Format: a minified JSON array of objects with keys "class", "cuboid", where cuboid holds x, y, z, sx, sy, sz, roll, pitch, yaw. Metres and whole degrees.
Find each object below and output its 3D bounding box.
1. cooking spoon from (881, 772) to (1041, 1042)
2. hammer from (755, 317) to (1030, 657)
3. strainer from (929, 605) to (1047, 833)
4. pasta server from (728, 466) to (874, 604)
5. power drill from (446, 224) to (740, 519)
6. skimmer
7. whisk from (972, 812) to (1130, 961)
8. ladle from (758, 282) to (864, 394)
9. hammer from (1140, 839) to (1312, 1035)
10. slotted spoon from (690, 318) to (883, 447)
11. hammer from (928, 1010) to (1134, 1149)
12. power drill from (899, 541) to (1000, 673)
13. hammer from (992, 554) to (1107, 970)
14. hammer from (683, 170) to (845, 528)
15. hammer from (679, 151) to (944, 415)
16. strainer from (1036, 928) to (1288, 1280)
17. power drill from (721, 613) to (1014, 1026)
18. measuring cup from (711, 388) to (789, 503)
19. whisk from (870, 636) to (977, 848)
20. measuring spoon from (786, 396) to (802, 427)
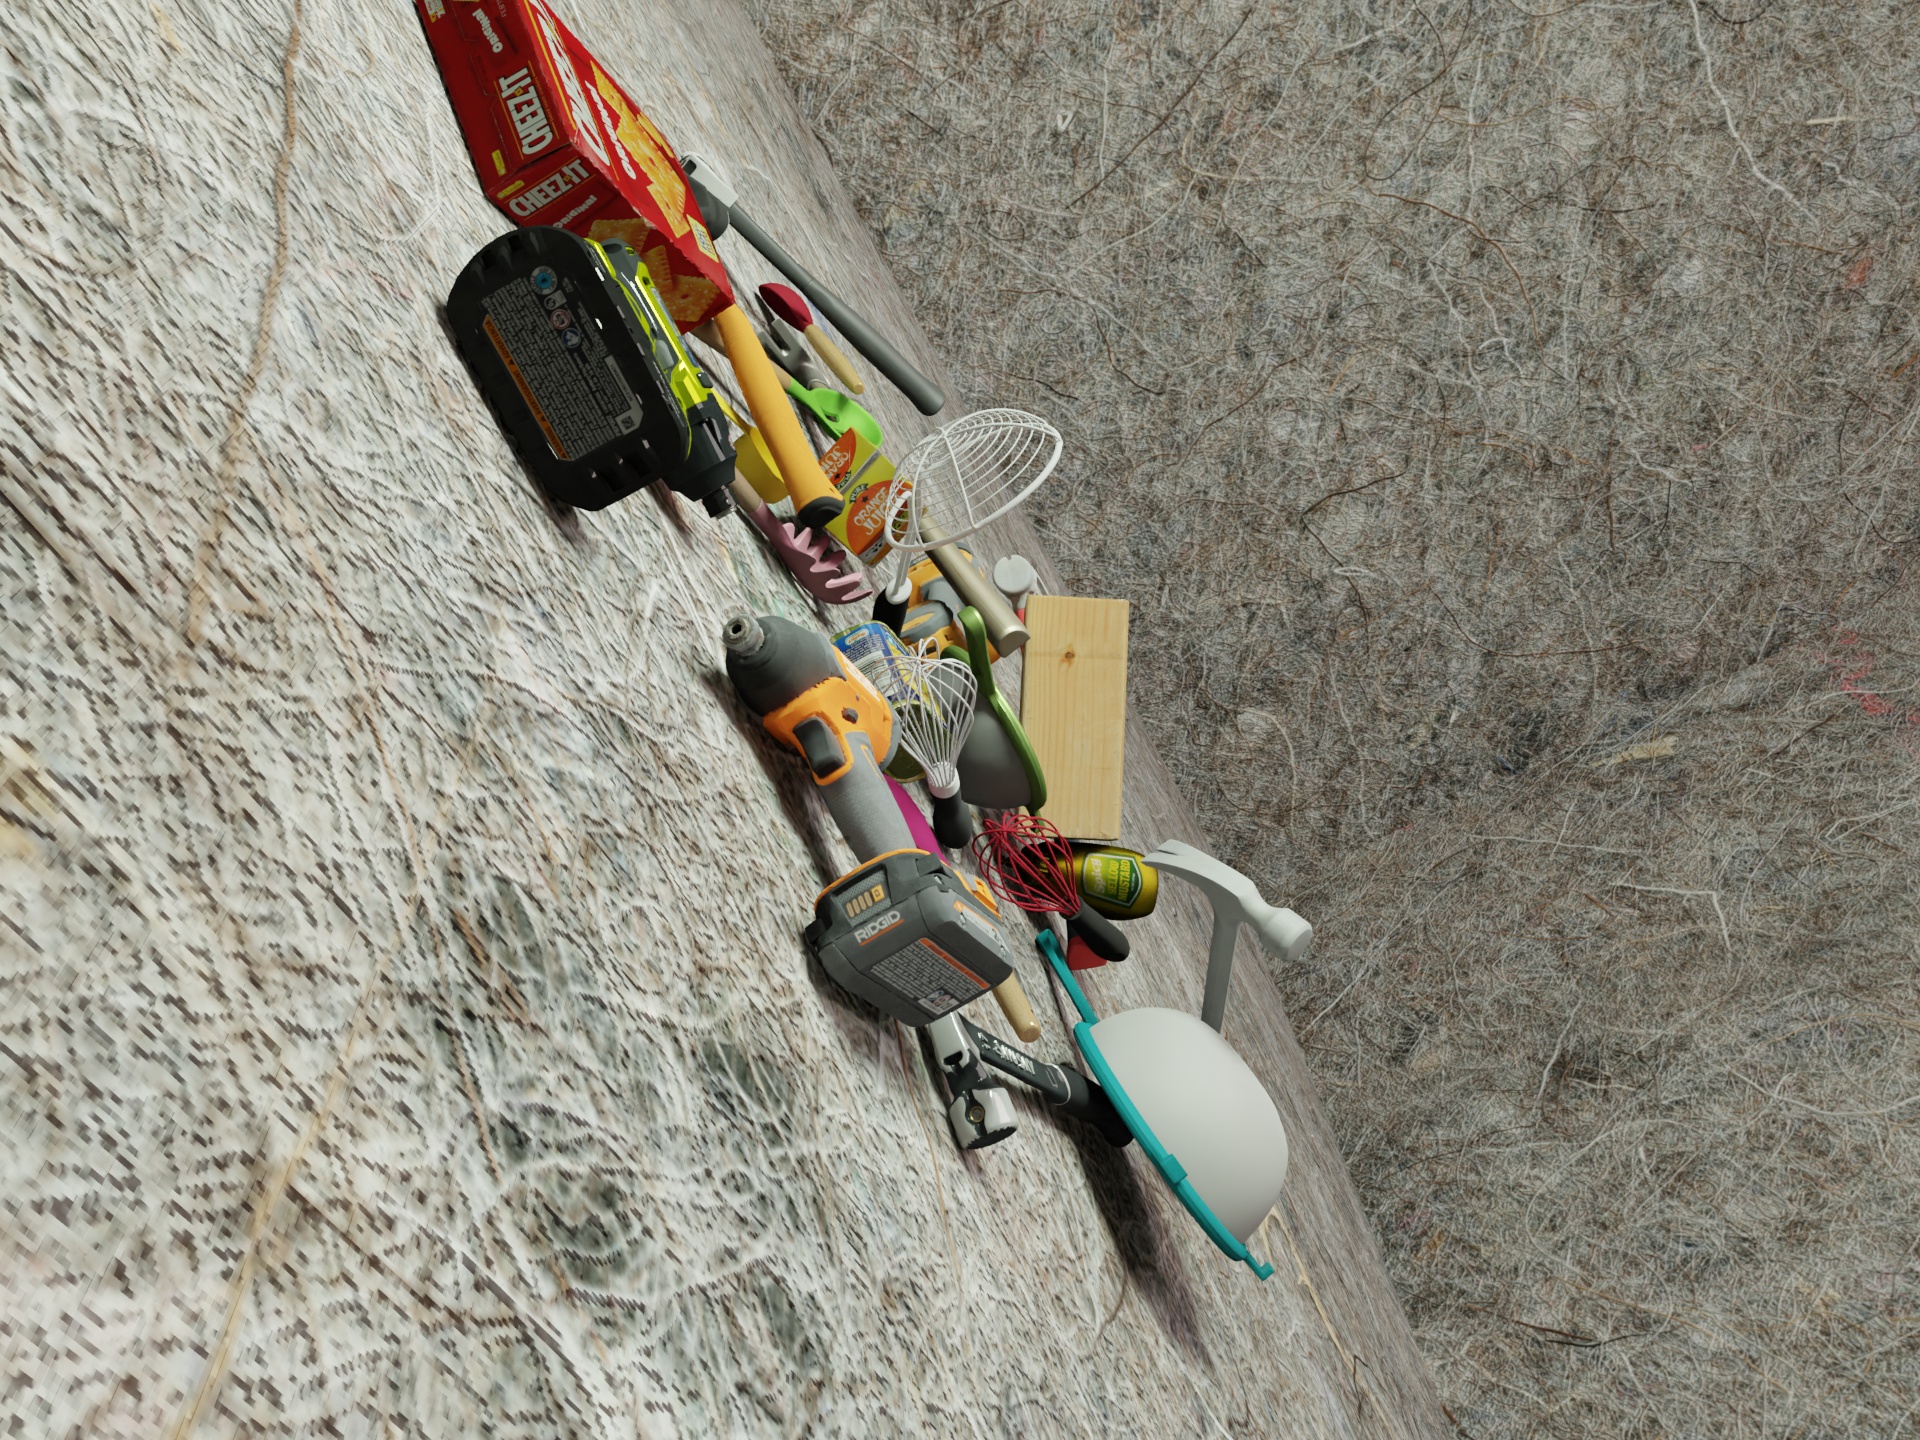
[{"class":"cooking spoon","cuboid":[-0.004,0.112,1.021,0.068,0.017,0.319,56,0,-29]},{"class":"hammer","cuboid":[-0.060,-0.207,1.426,0.411,0.038,0.146,54,5,34]},{"class":"strainer","cuboid":[-0.002,-0.004,1.227,0.152,0.069,0.256,54,-11,25]},{"class":"pasta server","cuboid":[-0.152,-0.171,1.103,0.060,0.040,0.315,55,4,40]},{"class":"power drill","cuboid":[-0.184,-0.184,0.872,0.171,0.080,0.223,62,7,-8]},{"class":"skimmer","cuboid":[-0.015,-0.102,1.125,0.090,0.127,0.363,39,-23,7]},{"class":"whisk","cuboid":[0.086,0.149,1.327,0.295,0.073,0.073,47,18,-54]},{"class":"ladle","cuboid":[-0.136,-0.360,1.502,0.069,0.031,0.316,43,8,-33]},{"class":"hammer","cuboid":[0.201,0.262,1.316,0.144,0.035,0.405,37,-35,34]},{"class":"slotted spoon","cuboid":[-0.157,-0.282,1.273,0.313,0.031,0.070,23,35,-59]},{"class":"hammer","cuboid":[0.056,0.245,1.104,0.149,0.036,0.408,67,10,28]},{"class":"power drill","cuboid":[0.003,-0.052,1.484,0.185,0.084,0.226,62,14,-22]},{"class":"hammer","cuboid":[0.090,0.043,1.514,0.143,0.038,0.386,37,43,-74]},{"class":"hammer","cuboid":[-0.165,-0.283,1.167,0.127,0.034,0.337,20,41,-60]},{"class":"hammer","cuboid":[-0.135,-0.405,1.514,0.334,0.035,0.146,39,11,-31]},{"class":"strainer","cuboid":[0.161,0.260,1.258,0.210,0.095,0.341,52,3,-40]},{"class":"power drill","cuboid":[-0.063,0.044,0.890,0.164,0.084,0.227,47,14,-56]},{"class":"measuring cup","cuboid":[-0.178,-0.217,1.154,0.156,0.029,0.062,44,19,-28]},{"class":"whisk","cuboid":[-0.016,0.027,1.114,0.284,0.070,0.070,80,-10,-62]},{"class":"measuring spoon","cuboid":[-0.159,-0.273,1.417,0.042,0.021,0.128,64,1,1]}]
